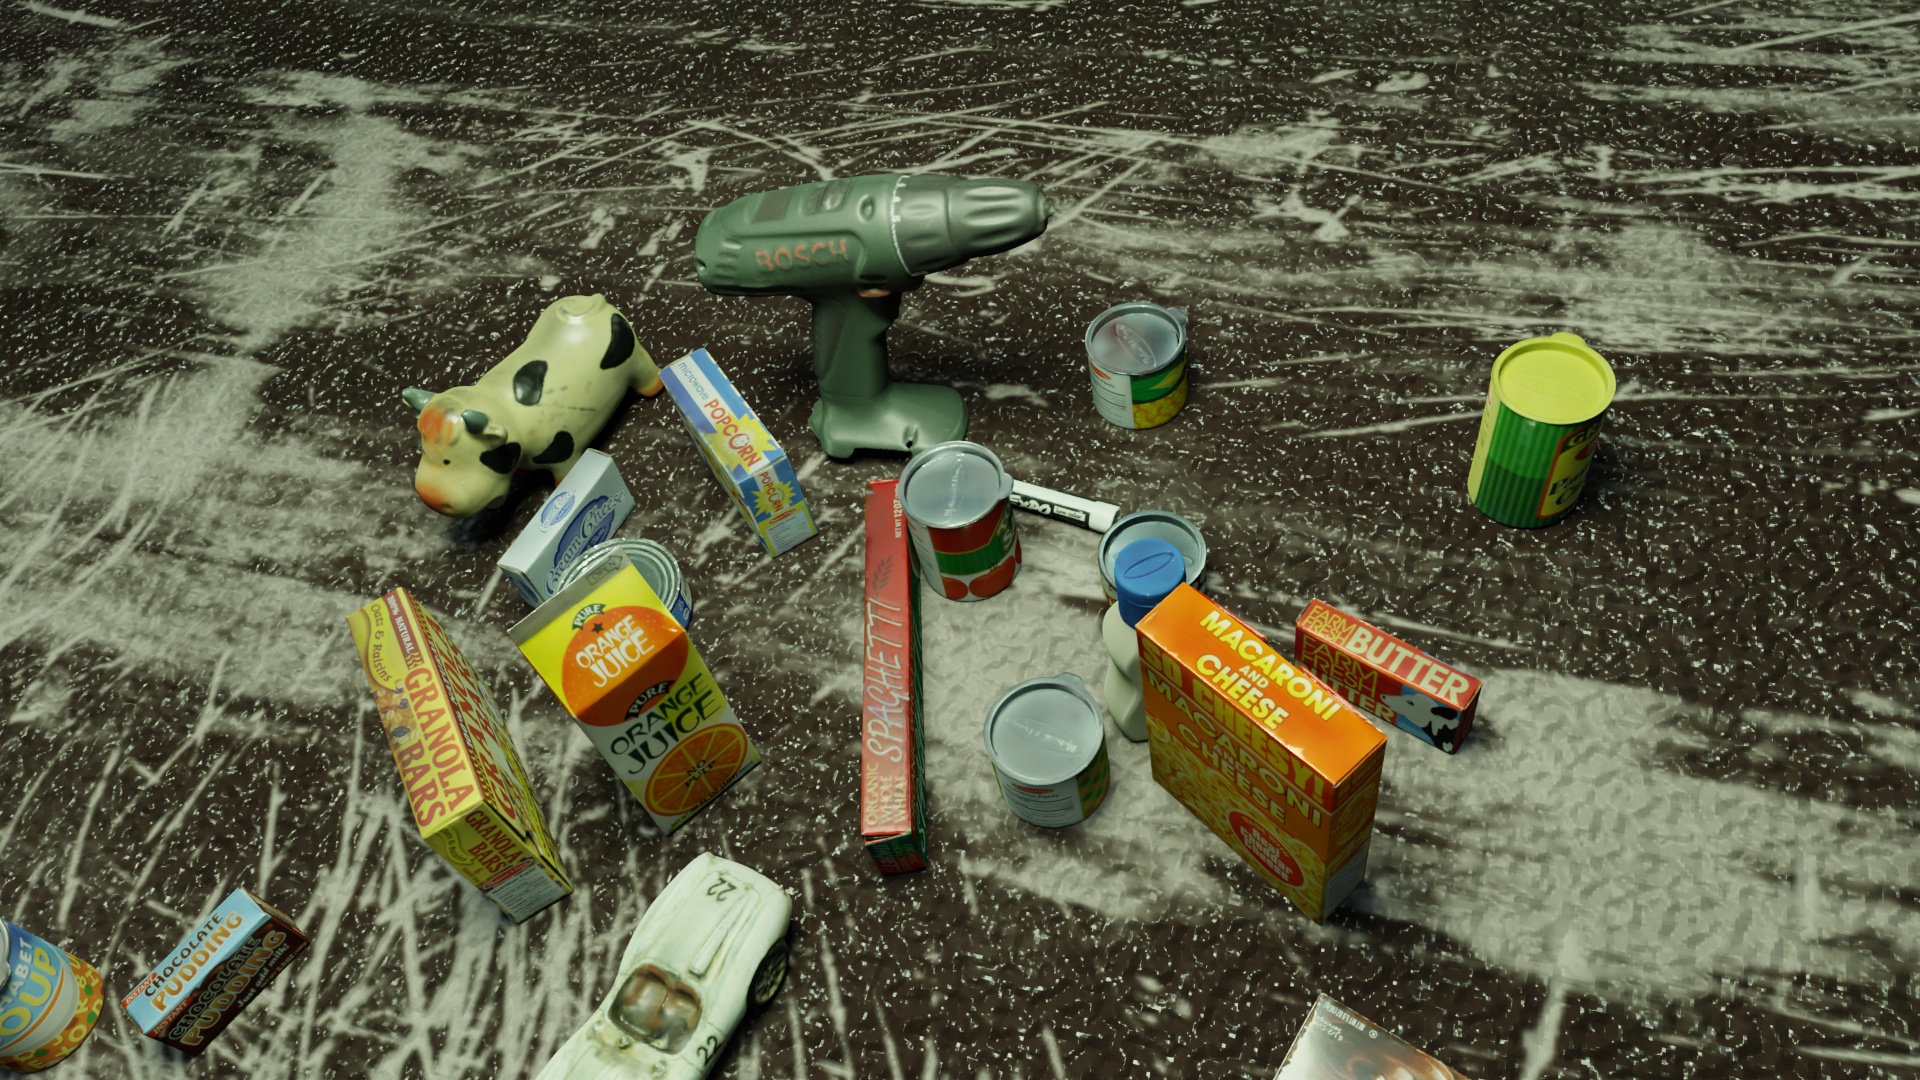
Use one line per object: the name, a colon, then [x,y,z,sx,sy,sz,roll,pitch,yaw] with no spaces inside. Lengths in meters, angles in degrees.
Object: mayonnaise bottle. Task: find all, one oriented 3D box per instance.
mayonnaise bottle: [0.107,0.055,0.760,0.065,0.147,0.041,-24,53,-7]

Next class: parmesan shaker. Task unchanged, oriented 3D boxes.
parmesan shaker: [0.346,-0.064,0.830,0.071,0.102,0.071,-5,53,7]

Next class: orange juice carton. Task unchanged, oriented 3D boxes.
orange juice carton: [-0.183,0.079,0.769,0.072,0.191,0.073,-38,56,-17]

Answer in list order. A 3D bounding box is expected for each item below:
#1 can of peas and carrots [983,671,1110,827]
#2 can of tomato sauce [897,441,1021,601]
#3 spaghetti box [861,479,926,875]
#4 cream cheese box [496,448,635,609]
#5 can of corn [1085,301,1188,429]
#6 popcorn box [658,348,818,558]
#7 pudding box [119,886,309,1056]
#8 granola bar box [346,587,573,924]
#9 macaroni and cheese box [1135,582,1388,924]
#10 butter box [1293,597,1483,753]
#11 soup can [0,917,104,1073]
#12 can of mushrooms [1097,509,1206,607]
can of peas and carrots: [0.051,0.117,0.780,0.071,0.058,0.071,-5,53,7]
can of tomato sauce: [0.003,-0.011,0.869,0.071,0.082,0.071,-5,53,7]
spaghetti box: [-0.040,0.074,0.835,0.029,0.050,0.251,-7,53,6]
cream cheese box: [-0.262,-0.006,0.934,0.024,0.053,0.104,18,59,22]
can of corn: [0.122,-0.119,0.941,0.071,0.058,0.071,-5,53,7]
popcorn box: [-0.149,-0.060,0.933,0.038,0.084,0.127,-31,54,-12]
pudding box: [-0.419,0.242,0.783,0.030,0.049,0.084,29,64,28]
granola bar box: [-0.287,0.123,0.800,0.039,0.123,0.166,-29,54,-11]
macaroni and cheese box: [0.149,0.109,0.700,0.040,0.165,0.124,-39,56,-17]
butter box: [0.236,0.076,0.779,0.103,0.053,0.024,29,64,28]
soup can: [-0.534,0.254,0.775,0.071,0.083,0.072,-5,53,7]
can of mushrooms: [0.118,0.019,0.856,0.071,0.033,0.071,-5,53,7]
